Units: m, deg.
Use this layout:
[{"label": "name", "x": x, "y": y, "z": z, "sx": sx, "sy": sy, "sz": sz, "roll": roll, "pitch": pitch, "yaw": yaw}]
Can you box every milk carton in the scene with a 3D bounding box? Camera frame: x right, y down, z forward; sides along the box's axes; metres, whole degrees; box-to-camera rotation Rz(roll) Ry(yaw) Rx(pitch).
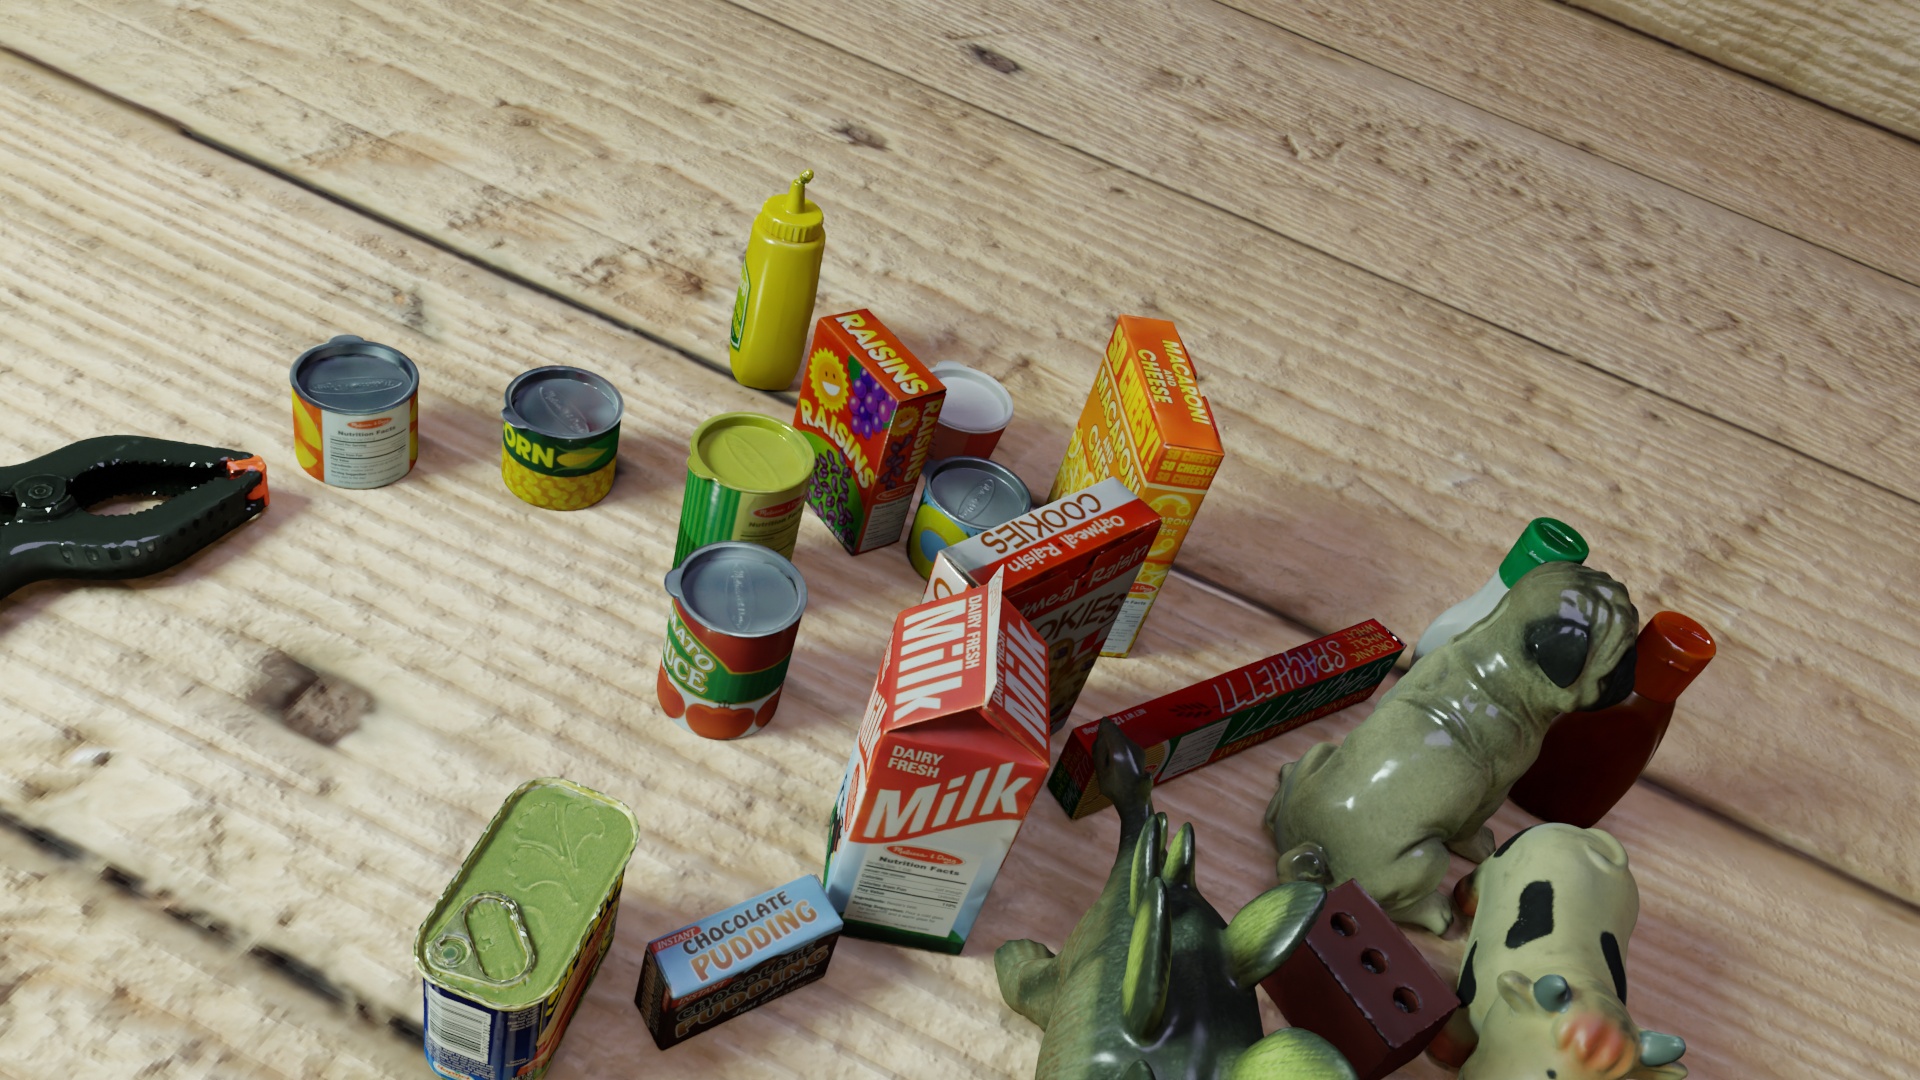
[{"label": "milk carton", "x": -0.009, "y": 0.100, "z": 0.623, "sx": 0.073, "sy": 0.189, "sz": 0.073, "roll": 13, "pitch": 41, "yaw": -8}]

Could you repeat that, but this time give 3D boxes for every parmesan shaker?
[{"label": "parmesan shaker", "x": -0.125, "y": -0.011, "z": 0.768, "sx": 0.071, "sy": 0.102, "sz": 0.072, "roll": 11, "pitch": 41, "yaw": -10}]

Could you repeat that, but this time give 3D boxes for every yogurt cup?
[{"label": "yogurt cup", "x": -0.004, "y": -0.076, "z": 0.925, "sx": 0.072, "sy": 0.053, "sz": 0.073, "roll": 11, "pitch": 41, "yaw": -10}]

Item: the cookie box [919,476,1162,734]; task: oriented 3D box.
[{"label": "cookie box", "x": 0.025, "y": 0.056, "z": 0.704, "sx": 0.123, "sy": 0.166, "sz": 0.040, "roll": -24, "pitch": 56, "yaw": -39}]

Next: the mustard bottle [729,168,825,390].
[{"label": "mustard bottle", "x": -0.118, "y": -0.175, "z": 0.908, "sx": 0.049, "sy": 0.159, "sz": 0.065, "roll": 3, "pitch": 43, "yaw": -18}]

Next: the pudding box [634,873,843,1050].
[{"label": "pudding box", "x": -0.096, "y": 0.183, "z": 0.606, "sx": 0.084, "sy": 0.049, "sz": 0.030, "roll": -15, "pitch": 51, "yaw": -34}]

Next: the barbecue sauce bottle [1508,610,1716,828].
[{"label": "barbecue sauce bottle", "x": 0.376, "y": 0.104, "z": 0.802, "sx": 0.065, "sy": 0.147, "sz": 0.044, "roll": 24, "pitch": 41, "yaw": 6}]

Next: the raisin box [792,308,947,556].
[{"label": "raisin box", "x": -0.060, "y": -0.065, "z": 0.838, "sx": 0.040, "sy": 0.122, "sz": 0.086, "roll": -18, "pitch": 53, "yaw": -36}]

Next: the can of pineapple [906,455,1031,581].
[{"label": "can of pineapple", "x": 0.003, "y": -0.011, "z": 0.853, "sx": 0.071, "sy": 0.057, "sz": 0.071, "roll": 11, "pitch": 41, "yaw": -10}]

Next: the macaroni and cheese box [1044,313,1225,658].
[{"label": "macaroni and cheese box", "x": 0.098, "y": -0.031, "z": 0.829, "sx": 0.040, "sy": 0.165, "sz": 0.124, "roll": 6, "pitch": 42, "yaw": -15}]

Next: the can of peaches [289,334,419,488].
[{"label": "can of peaches", "x": -0.342, "y": -0.073, "z": 0.786, "sx": 0.071, "sy": 0.057, "sz": 0.071, "roll": 11, "pitch": 41, "yaw": -10}]

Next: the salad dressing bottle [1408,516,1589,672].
[{"label": "salad dressing bottle", "x": 0.325, "y": 0.051, "z": 0.841, "sx": 0.044, "sy": 0.146, "sz": 0.064, "roll": -21, "pitch": 55, "yaw": -37}]

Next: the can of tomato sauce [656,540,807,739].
[{"label": "can of tomato sauce", "x": -0.121, "y": 0.052, "z": 0.715, "sx": 0.071, "sy": 0.082, "sz": 0.071, "roll": 11, "pitch": 41, "yaw": -10}]

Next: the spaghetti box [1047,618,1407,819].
[{"label": "spaghetti box", "x": 0.159, "y": 0.098, "z": 0.799, "sx": 0.251, "sy": 0.049, "sz": 0.029, "roll": -14, "pitch": 51, "yaw": -33}]

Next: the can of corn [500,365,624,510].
[{"label": "can of corn", "x": -0.236, "y": -0.059, "z": 0.812, "sx": 0.071, "sy": 0.058, "sz": 0.071, "roll": 11, "pitch": 41, "yaw": -10}]
